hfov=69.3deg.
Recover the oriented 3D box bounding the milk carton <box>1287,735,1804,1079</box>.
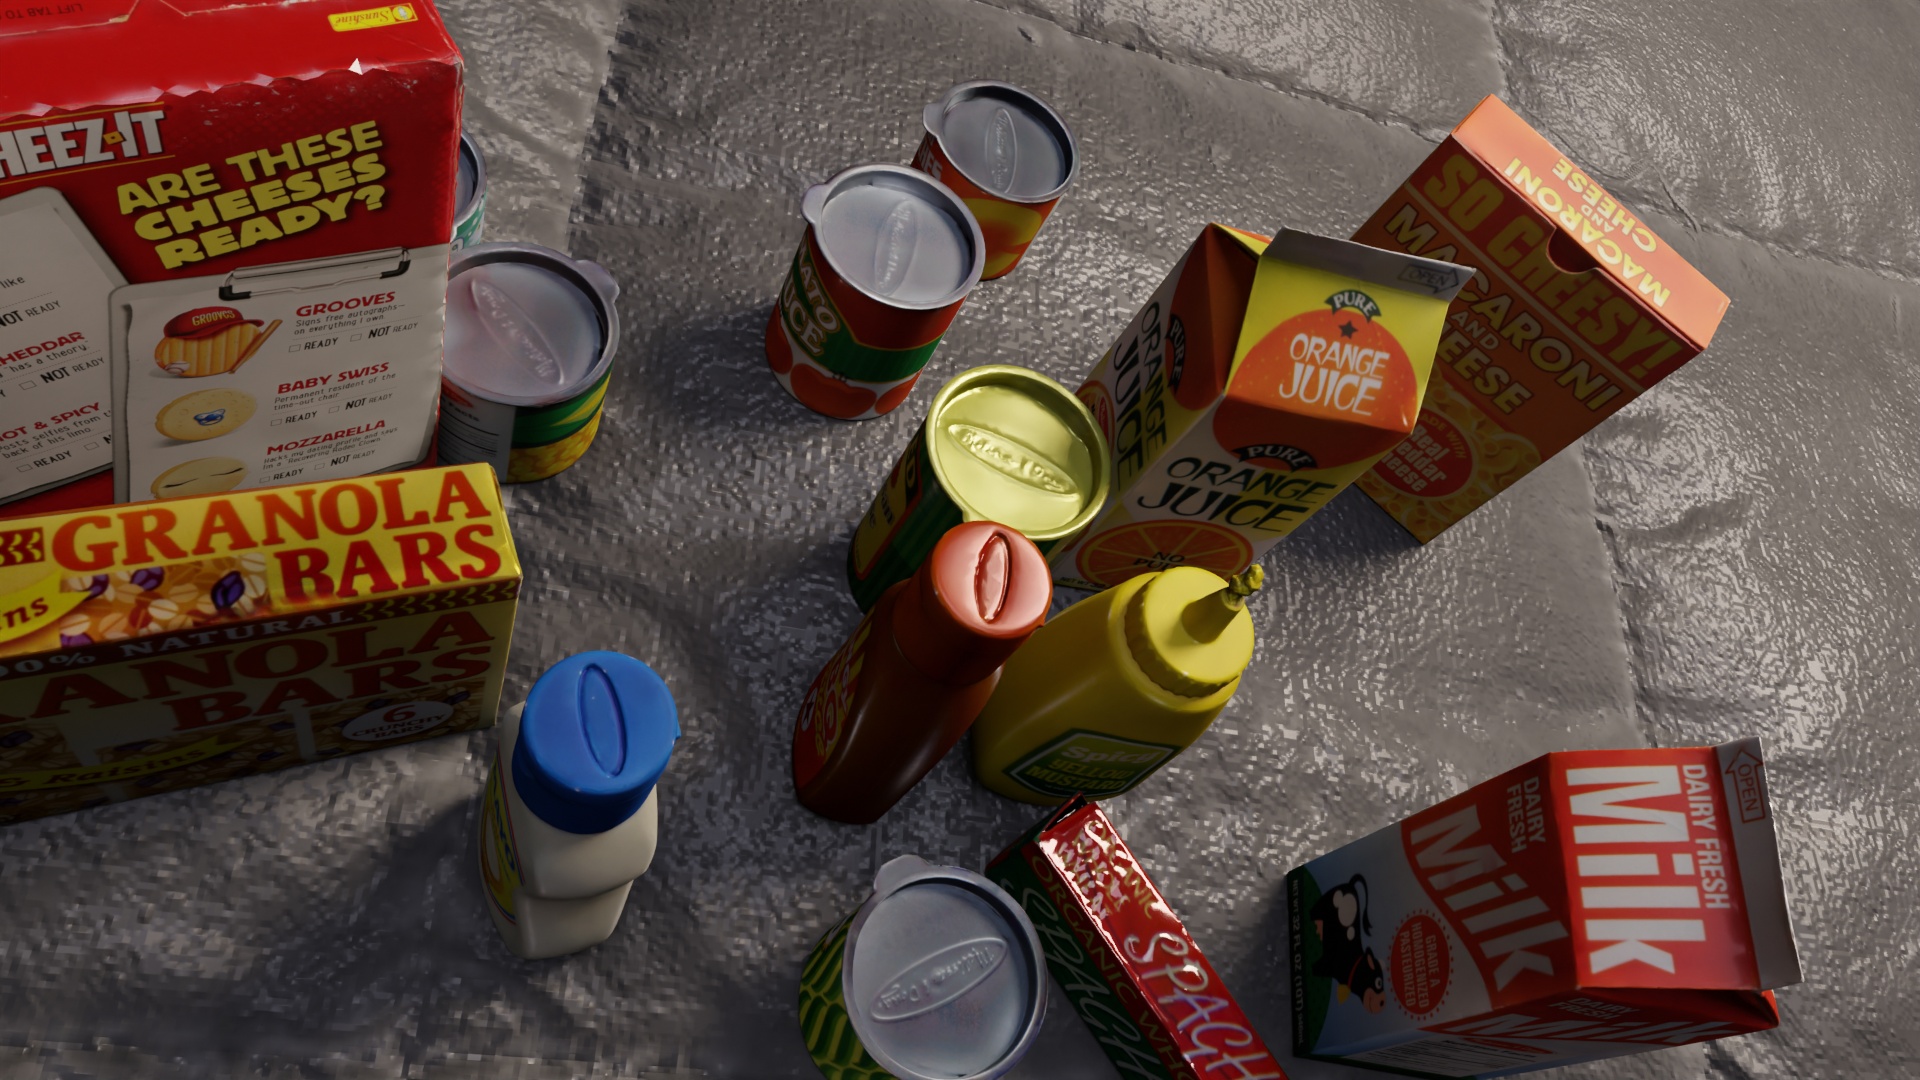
[{"bbox_3d":[0.189,0.125,0.453,0.073,0.189,0.072,15,60,-15],"label":"milk carton"}]

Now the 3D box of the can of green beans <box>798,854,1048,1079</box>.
[{"bbox_3d":[-0.013,0.143,0.442,0.071,0.057,0.071,9,61,-17],"label":"can of green beans"}]

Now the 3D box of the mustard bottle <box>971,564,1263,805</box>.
[{"bbox_3d":[0.054,0.046,0.459,0.065,0.159,0.049,11,61,-17],"label":"mustard bottle"}]

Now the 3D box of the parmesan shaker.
[{"bbox_3d":[0.002,-0.006,0.499,0.071,0.102,0.071,9,61,-17],"label":"parmesan shaker"}]

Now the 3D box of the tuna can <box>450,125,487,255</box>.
[{"bbox_3d":[-0.211,-0.128,0.519,0.071,0.032,0.071,9,61,-17],"label":"tuna can"}]

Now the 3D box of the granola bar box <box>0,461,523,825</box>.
[{"bbox_3d":[-0.213,0.031,0.381,0.166,0.123,0.039,-9,68,-26],"label":"granola bar box"}]

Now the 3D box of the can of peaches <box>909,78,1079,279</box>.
[{"bbox_3d":[0.008,-0.157,0.607,0.071,0.057,0.071,9,61,-17],"label":"can of peaches"}]

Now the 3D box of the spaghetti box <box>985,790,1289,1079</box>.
[{"bbox_3d":[0.095,0.199,0.461,0.029,0.050,0.250,-29,77,-31],"label":"spaghetti box"}]

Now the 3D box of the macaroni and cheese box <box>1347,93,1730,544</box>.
[{"bbox_3d":[0.208,-0.084,0.584,0.124,0.165,0.040,42,57,3],"label":"macaroni and cheese box"}]

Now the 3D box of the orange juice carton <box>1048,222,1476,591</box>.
[{"bbox_3d":[0.098,-0.049,0.506,0.072,0.191,0.073,10,61,-17],"label":"orange juice carton"}]

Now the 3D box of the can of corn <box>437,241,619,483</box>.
[{"bbox_3d":[-0.156,-0.063,0.492,0.071,0.058,0.071,9,61,-17],"label":"can of corn"}]

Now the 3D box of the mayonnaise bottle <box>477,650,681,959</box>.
[{"bbox_3d":[-0.109,0.073,0.386,0.041,0.147,0.065,-8,68,-25],"label":"mayonnaise bottle"}]

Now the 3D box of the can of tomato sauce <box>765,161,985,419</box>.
[{"bbox_3d":[-0.037,-0.095,0.541,0.071,0.082,0.071,9,61,-17],"label":"can of tomato sauce"}]

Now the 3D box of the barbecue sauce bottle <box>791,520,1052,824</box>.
[{"bbox_3d":[-0.015,0.042,0.440,0.044,0.147,0.065,18,59,-13],"label":"barbecue sauce bottle"}]
